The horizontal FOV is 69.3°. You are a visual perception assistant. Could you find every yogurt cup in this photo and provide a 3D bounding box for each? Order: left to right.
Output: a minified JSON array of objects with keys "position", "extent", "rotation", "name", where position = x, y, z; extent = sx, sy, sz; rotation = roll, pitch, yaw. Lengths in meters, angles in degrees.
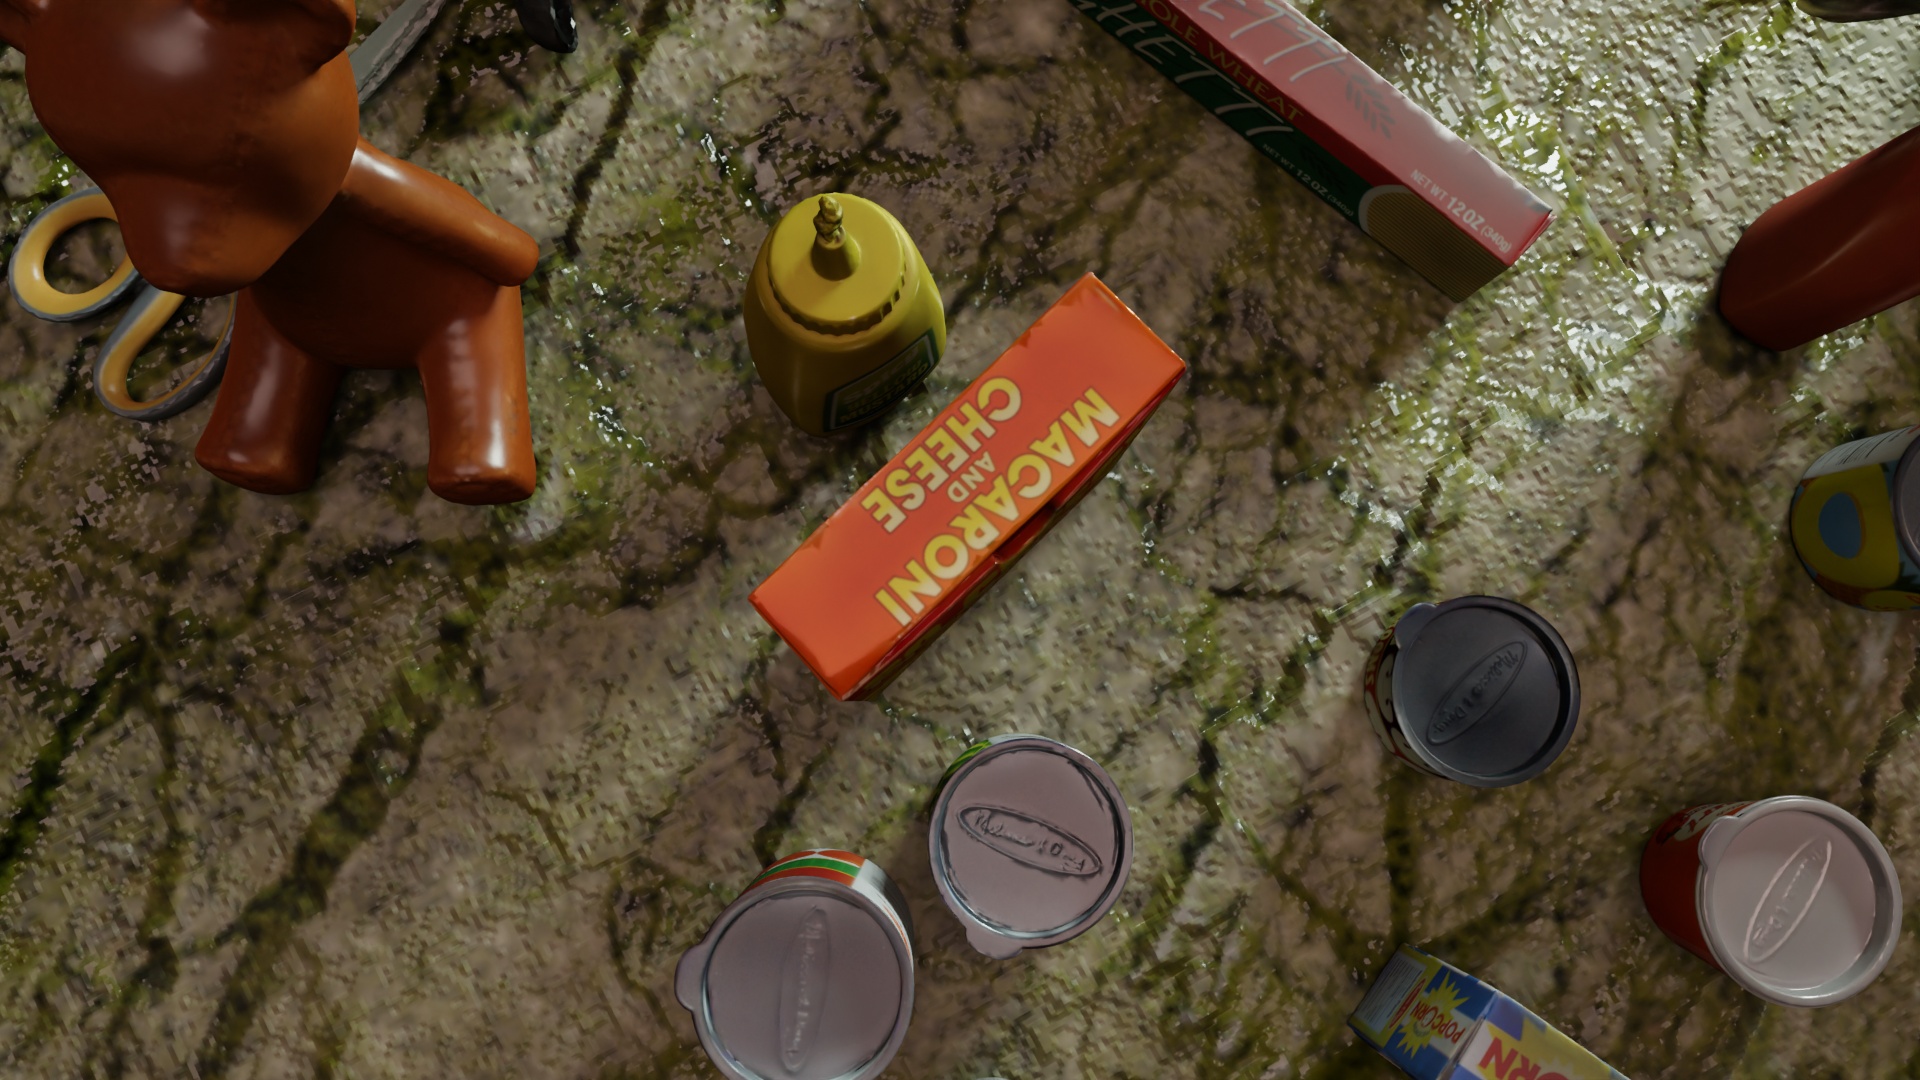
[{"position":[0.273,0.120,0.477],"extent":[0.072,0.054,0.072],"rotation":[0,84,-2],"name":"yogurt cup"}]

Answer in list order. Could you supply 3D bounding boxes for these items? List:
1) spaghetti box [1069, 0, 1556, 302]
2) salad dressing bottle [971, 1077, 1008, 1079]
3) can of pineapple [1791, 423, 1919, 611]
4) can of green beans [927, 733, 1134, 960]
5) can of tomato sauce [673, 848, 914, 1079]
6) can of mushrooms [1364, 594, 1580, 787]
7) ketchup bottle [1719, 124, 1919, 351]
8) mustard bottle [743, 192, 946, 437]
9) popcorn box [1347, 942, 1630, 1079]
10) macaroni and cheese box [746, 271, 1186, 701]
[{"position":[0.102,-0.179,0.509],"extent":[0.250,0.050,0.029],"rotation":[39,84,3],"name":"spaghetti box"},{"position":[0.012,0.205,0.412],"extent":[0.044,0.147,0.064],"rotation":[-20,85,-3],"name":"salad dressing bottle"},{"position":[0.343,-0.007,0.492],"extent":[0.071,0.058,0.071],"rotation":[0,84,-2],"name":"can of pineapple"},{"position":[0.022,0.099,0.470],"extent":[0.071,0.058,0.071],"rotation":[0,84,-2],"name":"can of green beans"},{"position":[-0.050,0.138,0.451],"extent":[0.071,0.083,0.071],"rotation":[0,84,-2],"name":"can of tomato sauce"},{"position":[0.178,0.051,0.492],"extent":[0.071,0.033,0.071],"rotation":[0,83,-2],"name":"can of mushrooms"},{"position":[0.315,-0.109,0.457],"extent":[0.043,0.148,0.065],"rotation":[34,84,2],"name":"ketchup bottle"},{"position":[-0.037,-0.073,0.437],"extent":[0.065,0.160,0.049],"rotation":[-34,86,-5],"name":"mustard bottle"},{"position":[0.200,0.188,0.451],"extent":[0.127,0.085,0.038],"rotation":[35,84,2],"name":"popcorn box"},{"position":[0.002,-0.005,0.427],"extent":[0.124,0.166,0.040],"rotation":[-44,87,-5],"name":"macaroni and cheese box"}]
